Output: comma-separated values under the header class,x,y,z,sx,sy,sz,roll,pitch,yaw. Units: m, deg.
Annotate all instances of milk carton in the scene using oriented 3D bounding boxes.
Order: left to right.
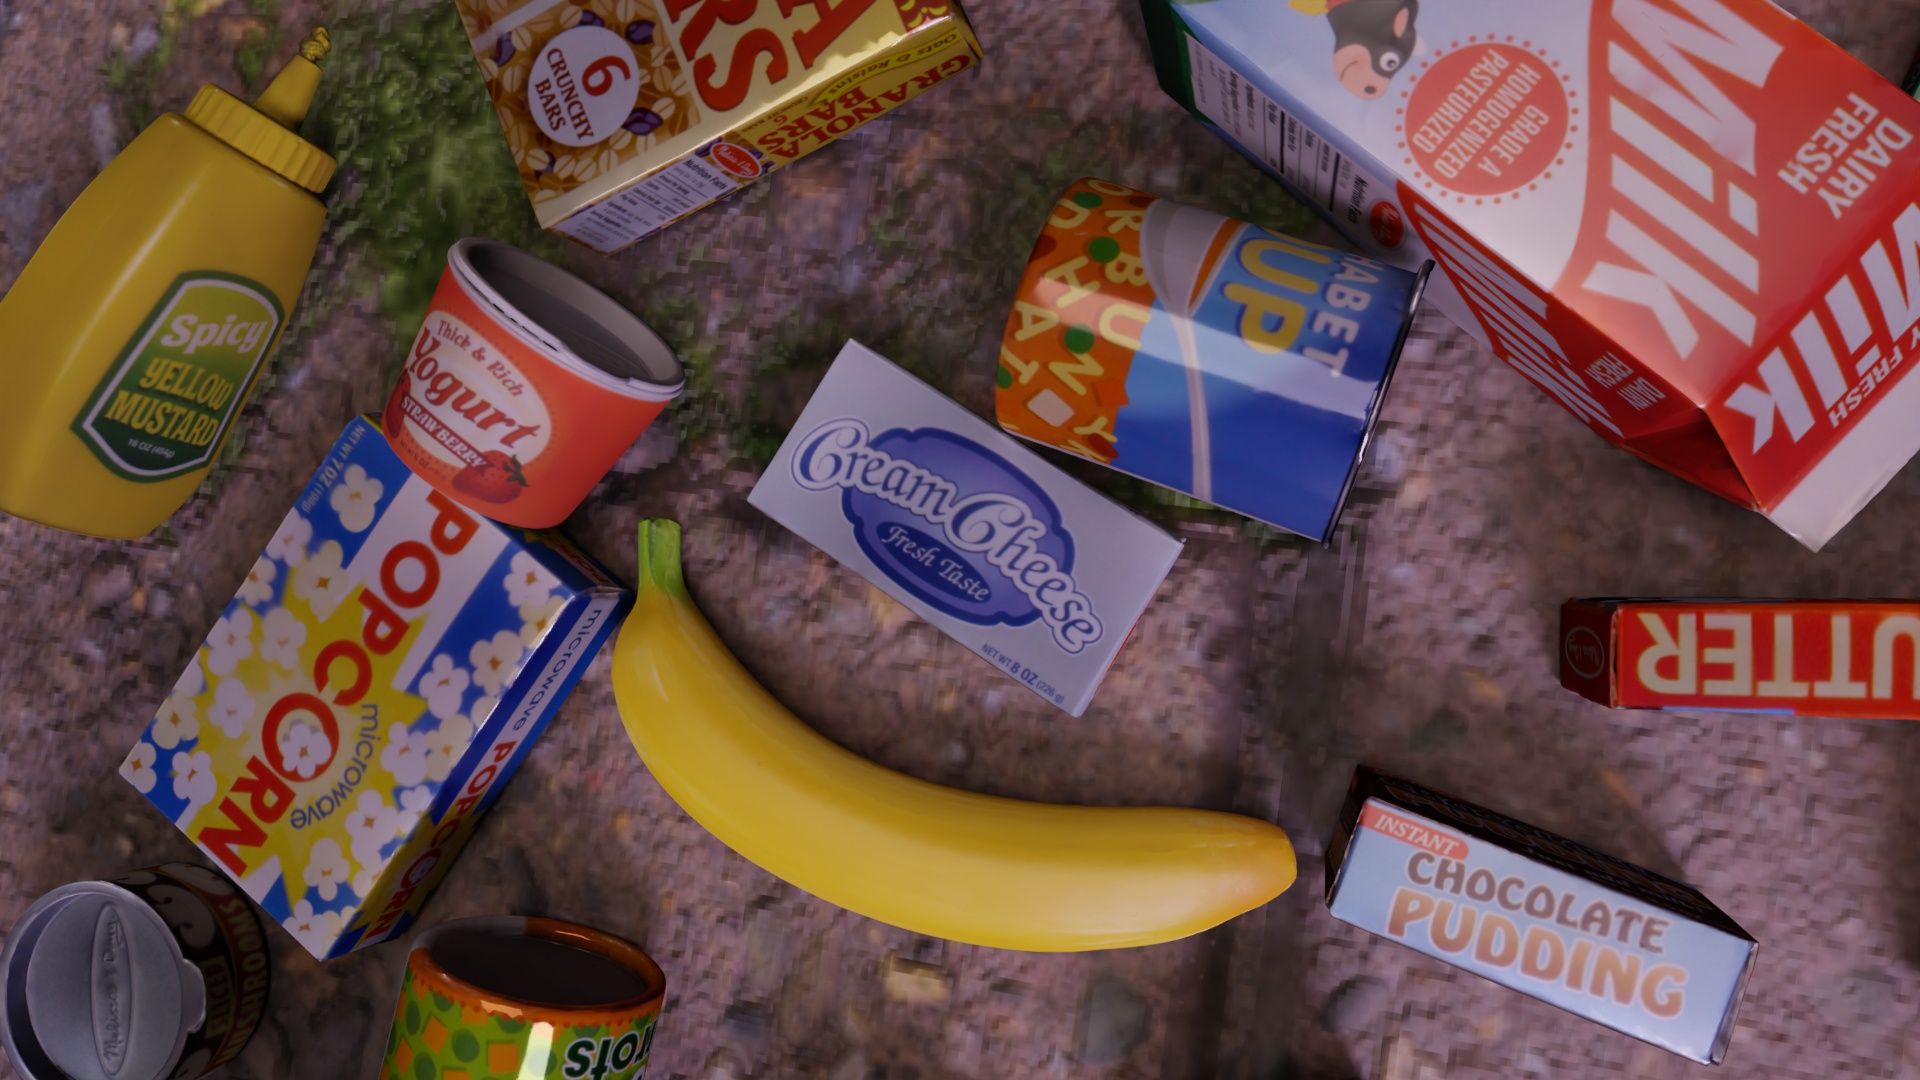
class,x,y,z,sx,sy,sz,roll,pitch,yaw
milk carton,0.135,-0.085,0.310,0.191,0.073,0.072,43,97,11

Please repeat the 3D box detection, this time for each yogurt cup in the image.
class,x,y,z,sx,sy,sz,roll,pitch,yaw
yogurt cup,-0.116,-0.040,0.371,0.072,0.072,0.054,40,104,12

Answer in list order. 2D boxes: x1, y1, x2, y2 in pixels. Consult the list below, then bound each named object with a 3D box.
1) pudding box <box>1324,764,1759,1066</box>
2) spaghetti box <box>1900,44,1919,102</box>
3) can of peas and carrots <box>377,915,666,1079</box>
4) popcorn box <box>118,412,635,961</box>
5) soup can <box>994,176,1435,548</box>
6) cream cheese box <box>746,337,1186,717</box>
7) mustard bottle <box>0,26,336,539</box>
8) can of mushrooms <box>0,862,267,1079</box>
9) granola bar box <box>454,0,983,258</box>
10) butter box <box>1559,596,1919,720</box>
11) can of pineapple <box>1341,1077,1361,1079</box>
class,x,y,z,sx,sy,sz,roll,pitch,yaw
pudding box,0.127,0.082,0.315,0.084,0.050,0.030,20,94,14
spaghetti box,0.328,-0.061,0.288,0.250,0.028,0.050,24,93,13
can of peas and carrots,-0.112,0.137,0.359,0.071,0.071,0.058,13,90,13
popcorn box,-0.162,0.039,0.389,0.085,0.038,0.126,37,95,12
soup can,0.059,-0.046,0.328,0.084,0.071,0.071,21,92,13
cream cheese box,0.001,-0.005,0.362,0.104,0.024,0.053,32,93,12
mustard bottle,-0.222,-0.078,0.398,0.049,0.065,0.160,31,90,17
can of mushrooms,-0.238,0.129,0.404,0.071,0.033,0.071,-1,86,13
granola bar box,-0.083,-0.180,0.383,0.124,0.039,0.165,-24,82,11
butter box,0.190,0.025,0.302,0.103,0.053,0.024,0,90,13
can of pineapple,0.075,0.163,0.313,0.058,0.071,0.071,-23,83,11
